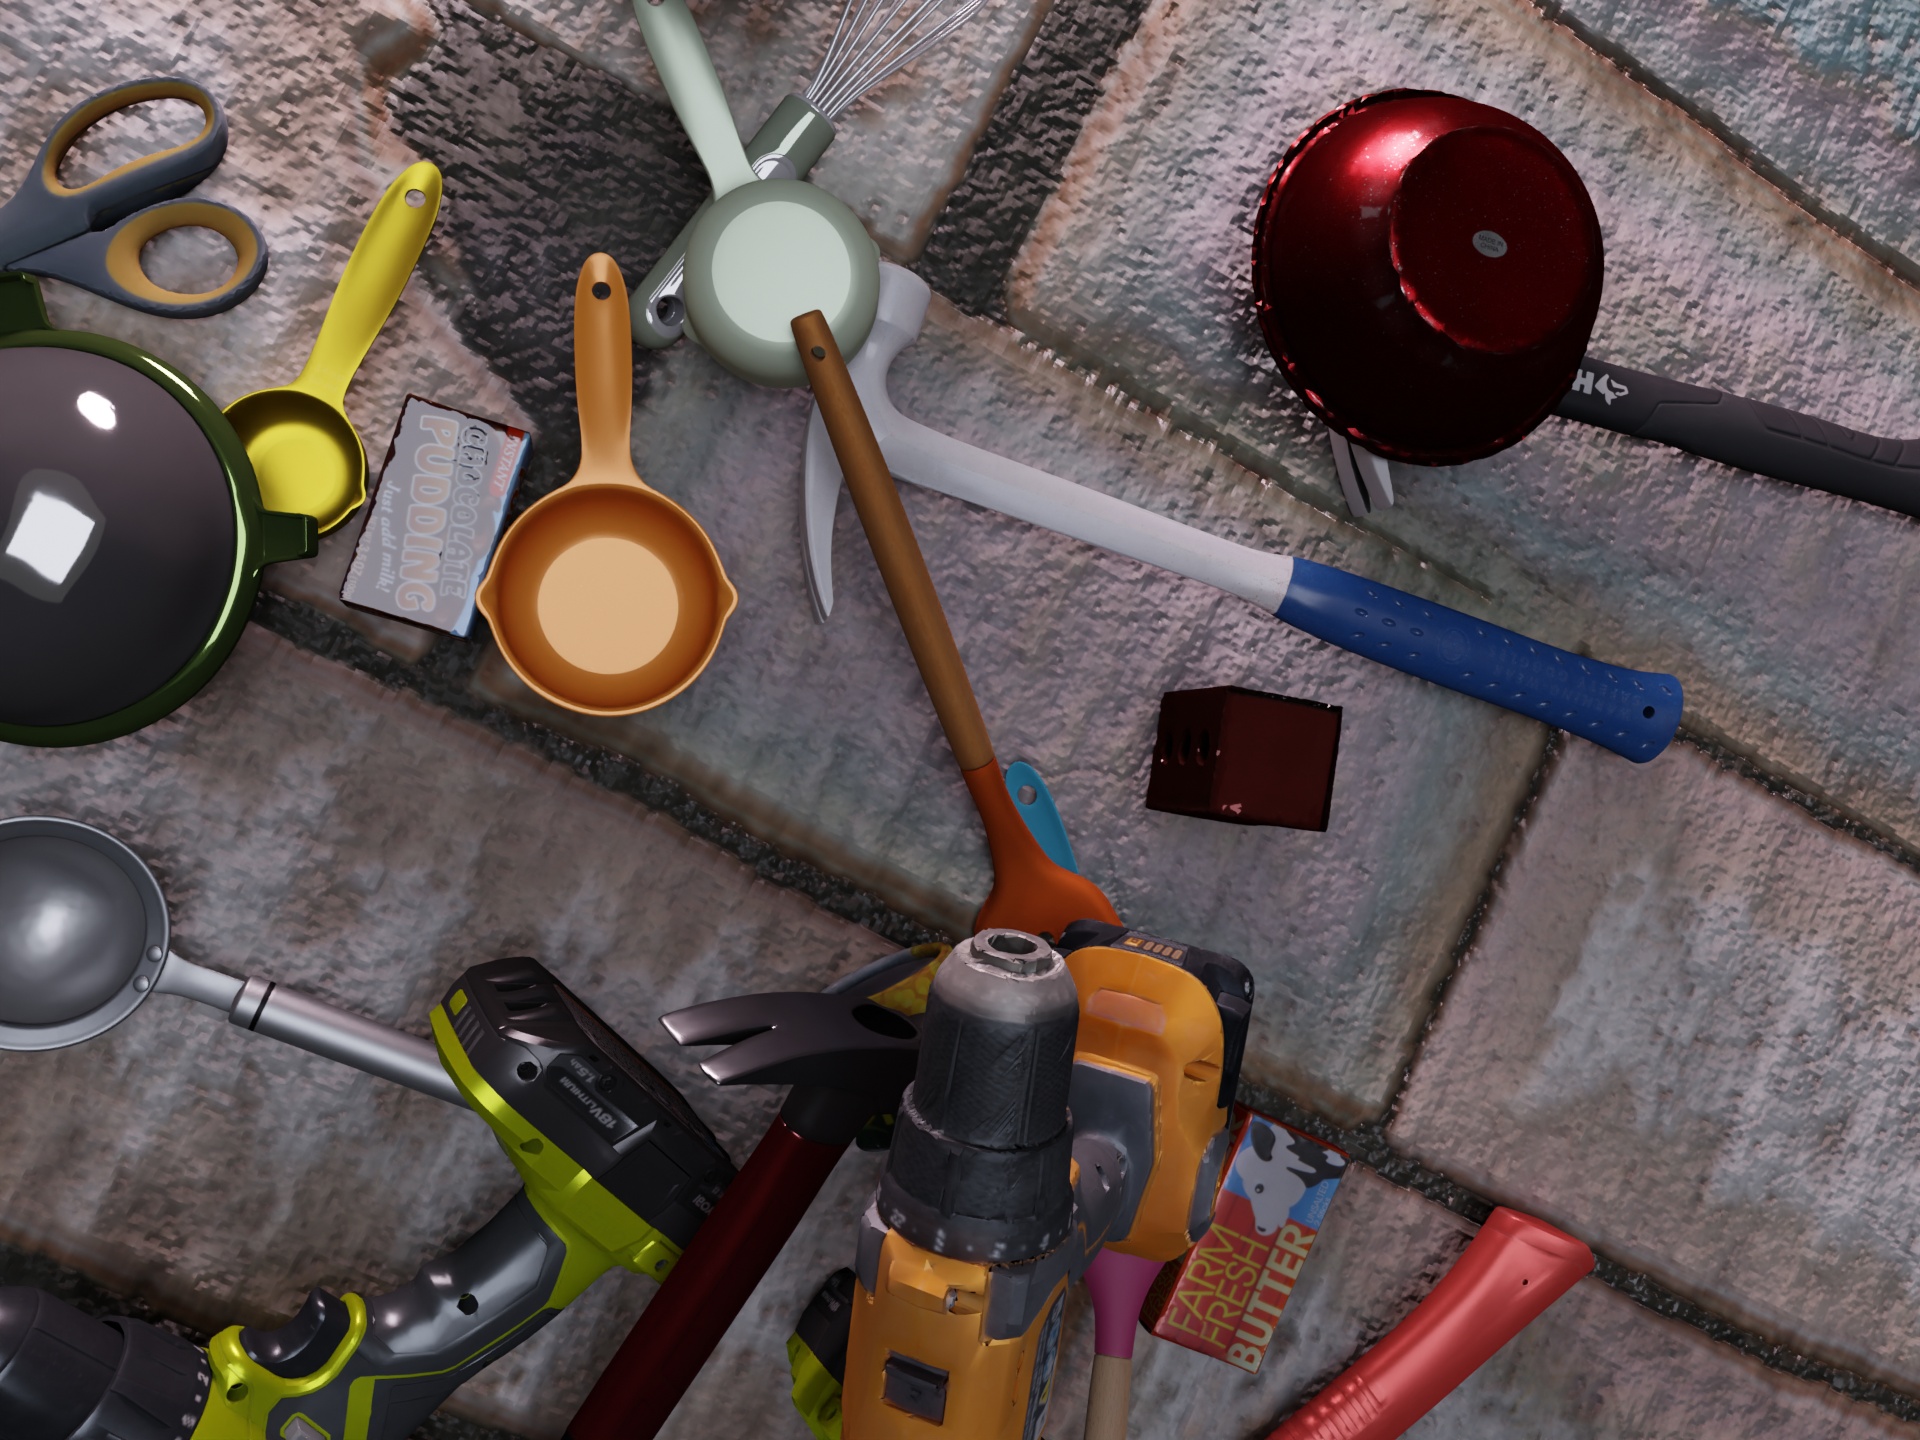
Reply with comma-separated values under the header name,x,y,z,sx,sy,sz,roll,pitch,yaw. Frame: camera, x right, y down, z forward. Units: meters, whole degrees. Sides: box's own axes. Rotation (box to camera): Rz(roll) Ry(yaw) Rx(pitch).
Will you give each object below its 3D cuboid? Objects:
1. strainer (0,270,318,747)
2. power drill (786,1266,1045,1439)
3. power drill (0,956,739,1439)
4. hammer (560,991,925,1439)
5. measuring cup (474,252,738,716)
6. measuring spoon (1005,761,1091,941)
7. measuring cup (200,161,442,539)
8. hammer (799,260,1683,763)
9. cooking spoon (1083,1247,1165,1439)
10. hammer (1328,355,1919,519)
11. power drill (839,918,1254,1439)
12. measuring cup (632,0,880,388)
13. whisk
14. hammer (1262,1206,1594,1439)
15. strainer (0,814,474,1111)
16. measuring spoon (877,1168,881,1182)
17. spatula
name,x,y,z,sx,sy,sz,roll,pitch,yaw
strainer,-0.360,-0.026,0.542,0.151,0.069,0.256,41,88,0
power drill,-0.079,0.318,0.573,0.080,0.171,0.223,44,73,-9
power drill,-0.207,0.197,0.557,0.228,0.080,0.190,-43,123,-11
hammer,-0.137,0.258,0.551,0.038,0.143,0.386,39,101,33
measuring cup,-0.136,-0.087,0.613,0.095,0.052,0.173,-1,88,-13
measuring spoon,0.046,0.078,0.672,0.042,0.021,0.128,-20,85,8
measuring cup,-0.233,-0.139,0.604,0.062,0.029,0.156,24,82,-11
hammer,0.125,-0.055,0.678,0.405,0.035,0.144,18,86,-12
cooking spoon,0.058,0.278,0.626,0.068,0.017,0.319,12,70,-8
hammer,0.321,-0.135,0.722,0.334,0.035,0.146,12,87,-12
power drill,0.033,0.134,0.524,0.084,0.226,0.185,13,106,21
measuring cup,-0.085,-0.207,0.594,0.083,0.038,0.167,-24,99,-4
whisk,-0.054,-0.247,0.635,0.057,0.059,0.246,40,85,-38
hammer,0.131,0.340,0.677,0.359,0.037,0.149,-35,97,-10
strainer,-0.270,0.102,0.588,0.258,0.050,0.087,26,90,-17
measuring spoon,0.018,0.167,0.656,0.117,0.011,0.021,-26,64,-5
spatula,-0.001,-0.002,0.619,0.081,0.041,0.322,-19,109,7
